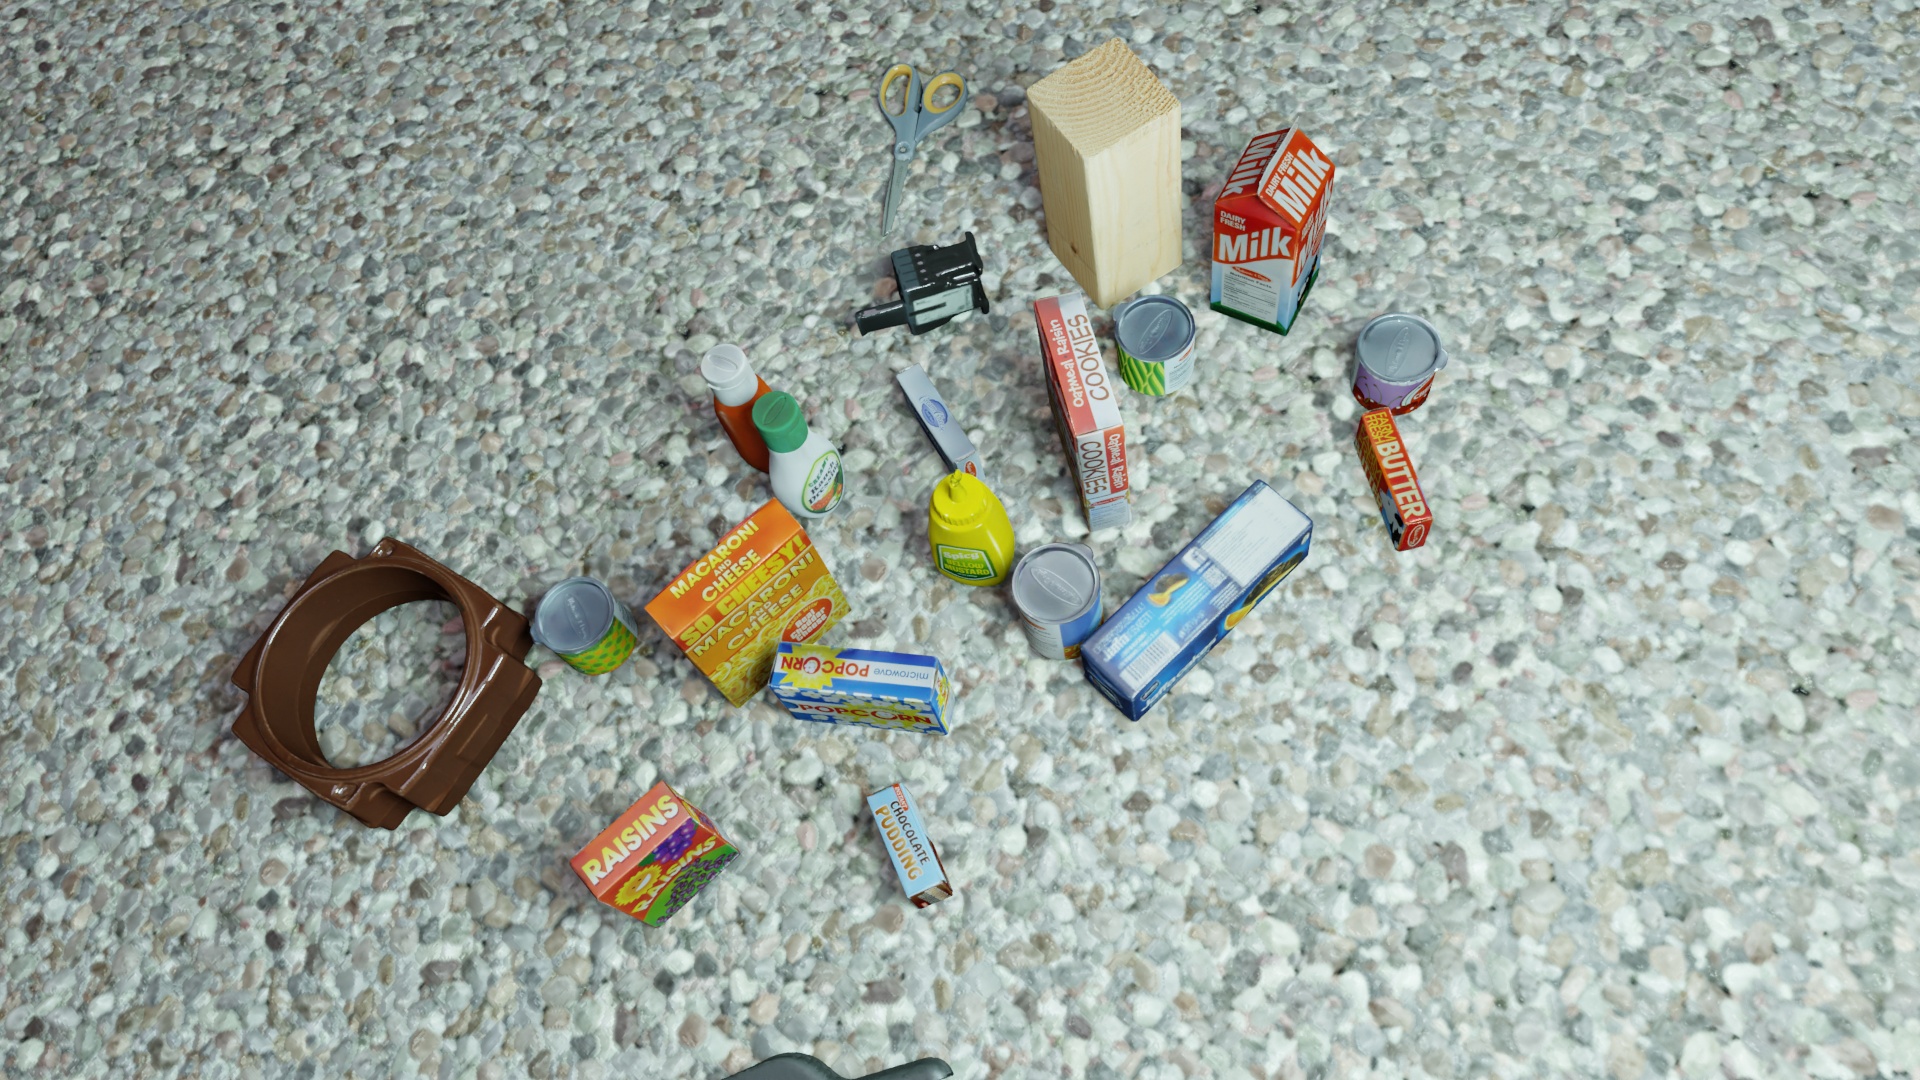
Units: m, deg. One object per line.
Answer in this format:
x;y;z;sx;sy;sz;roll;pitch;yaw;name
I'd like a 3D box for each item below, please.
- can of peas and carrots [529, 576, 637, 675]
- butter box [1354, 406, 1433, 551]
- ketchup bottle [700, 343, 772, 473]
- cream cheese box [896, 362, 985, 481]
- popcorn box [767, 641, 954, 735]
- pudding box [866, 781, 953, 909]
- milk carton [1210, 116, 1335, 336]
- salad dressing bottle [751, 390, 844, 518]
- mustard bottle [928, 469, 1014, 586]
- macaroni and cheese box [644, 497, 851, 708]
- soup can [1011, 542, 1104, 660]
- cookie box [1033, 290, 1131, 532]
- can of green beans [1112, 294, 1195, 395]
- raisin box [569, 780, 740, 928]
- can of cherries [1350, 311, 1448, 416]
-0.306;0.072;1.132;0.071;0.058;0.071;-3;65;7;can of peas and carrots
0.339;-0.048;1.091;0.024;0.053;0.104;-14;64;2;butter box
-0.175;-0.107;1.145;0.065;0.148;0.044;24;72;18;ketchup bottle
-0.017;-0.096;1.168;0.024;0.053;0.104;-30;65;-5;cream cheese box
-0.073;0.114;1.062;0.127;0.085;0.038;5;67;11;popcorn box
-0.037;0.225;1.025;0.030;0.049;0.084;-25;64;-3;pudding box
0.251;-0.254;1.124;0.073;0.190;0.072;24;72;18;milk carton
-0.132;-0.069;1.121;0.044;0.147;0.064;28;73;19;salad dressing bottle
0.004;-0.013;1.068;0.065;0.159;0.049;7;67;12;mustard bottle
-0.158;0.051;1.059;0.124;0.166;0.040;-42;66;-11;macaroni and cheese box
0.079;0.046;1.071;0.071;0.083;0.071;-3;65;7;soup can
0.096;-0.098;1.089;0.040;0.167;0.123;-16;64;2;cookie box
0.164;-0.164;1.170;0.071;0.057;0.071;-3;65;7;can of green beans
-0.219;0.230;1.010;0.086;0.123;0.040;-41;66;-10;raisin box
0.355;-0.141;1.129;0.071;0.058;0.072;-3;65;7;can of cherries
